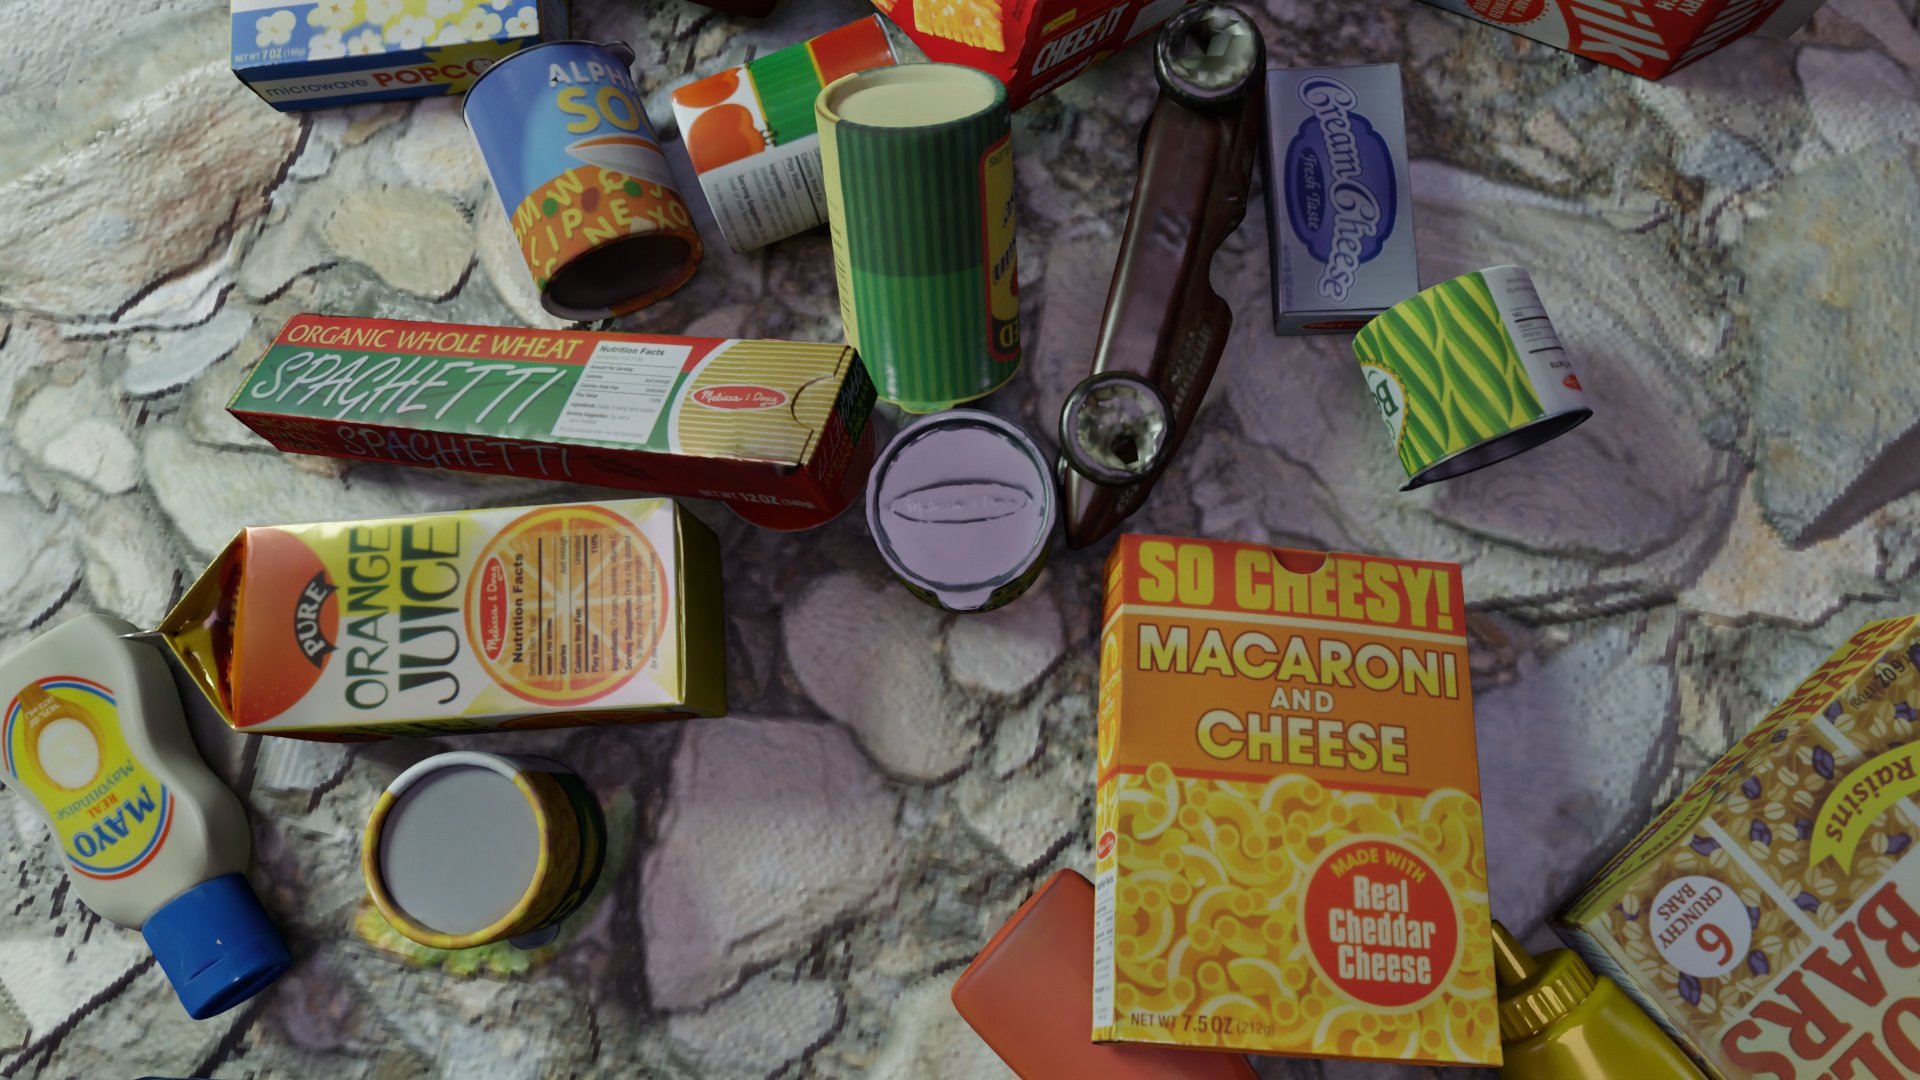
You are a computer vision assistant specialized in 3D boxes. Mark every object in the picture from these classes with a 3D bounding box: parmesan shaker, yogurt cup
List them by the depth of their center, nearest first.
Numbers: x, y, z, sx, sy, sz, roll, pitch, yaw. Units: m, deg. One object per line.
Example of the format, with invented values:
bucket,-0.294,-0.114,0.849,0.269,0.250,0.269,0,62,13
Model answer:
parmesan shaker,-0.013,-0.106,0.489,0.071,0.102,0.072,-3,38,2
yogurt cup,-0.067,-0.041,0.514,0.072,0.054,0.072,0,79,2

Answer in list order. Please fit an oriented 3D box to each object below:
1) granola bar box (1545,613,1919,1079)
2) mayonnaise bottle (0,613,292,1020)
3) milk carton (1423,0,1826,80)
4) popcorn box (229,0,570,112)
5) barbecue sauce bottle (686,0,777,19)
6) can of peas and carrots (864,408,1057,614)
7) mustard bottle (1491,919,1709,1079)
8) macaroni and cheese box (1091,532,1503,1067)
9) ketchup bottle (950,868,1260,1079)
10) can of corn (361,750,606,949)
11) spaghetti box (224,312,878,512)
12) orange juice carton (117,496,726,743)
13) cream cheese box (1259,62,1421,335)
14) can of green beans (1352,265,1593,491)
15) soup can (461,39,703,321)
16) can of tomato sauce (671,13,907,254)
granola bar box,0.308,0.124,0.472,0.166,0.039,0.124,-40,80,-5
mayonnaise bottle,-0.296,0.101,0.502,0.065,0.041,0.148,-37,79,-6
milk carton,0.240,-0.241,0.531,0.191,0.072,0.073,23,81,7
popcorn box,-0.228,-0.227,0.566,0.127,0.038,0.085,-6,78,1
barbecue sauce bottle,-0.140,-0.252,0.537,0.149,0.043,0.065,9,74,-21
can of peas and carrots,0.002,-0.006,0.502,0.071,0.058,0.071,0,80,3
mustard bottle,0.216,0.187,0.458,0.065,0.048,0.160,-31,79,-3
macaroni and cheese box,0.109,0.084,0.465,0.124,0.040,0.167,5,69,-5
ketchup bottle,0.069,0.184,0.468,0.149,0.043,0.065,43,80,9
can of corn,-0.164,0.110,0.486,0.071,0.058,0.071,-1,79,3
spaghetti box,-0.150,-0.049,0.487,0.250,0.028,0.050,7,59,23
orange juice carton,-0.186,0.032,0.496,0.193,0.071,0.073,-4,79,1
cream cheese box,0.145,-0.132,0.538,0.053,0.024,0.104,-2,79,2
can of green beans,0.183,-0.058,0.500,0.071,0.071,0.058,-19,78,-1
soup can,-0.141,-0.137,0.529,0.071,0.071,0.084,-24,79,-2
can of tomato sauce,-0.060,-0.155,0.531,0.083,0.071,0.071,-21,79,-1
